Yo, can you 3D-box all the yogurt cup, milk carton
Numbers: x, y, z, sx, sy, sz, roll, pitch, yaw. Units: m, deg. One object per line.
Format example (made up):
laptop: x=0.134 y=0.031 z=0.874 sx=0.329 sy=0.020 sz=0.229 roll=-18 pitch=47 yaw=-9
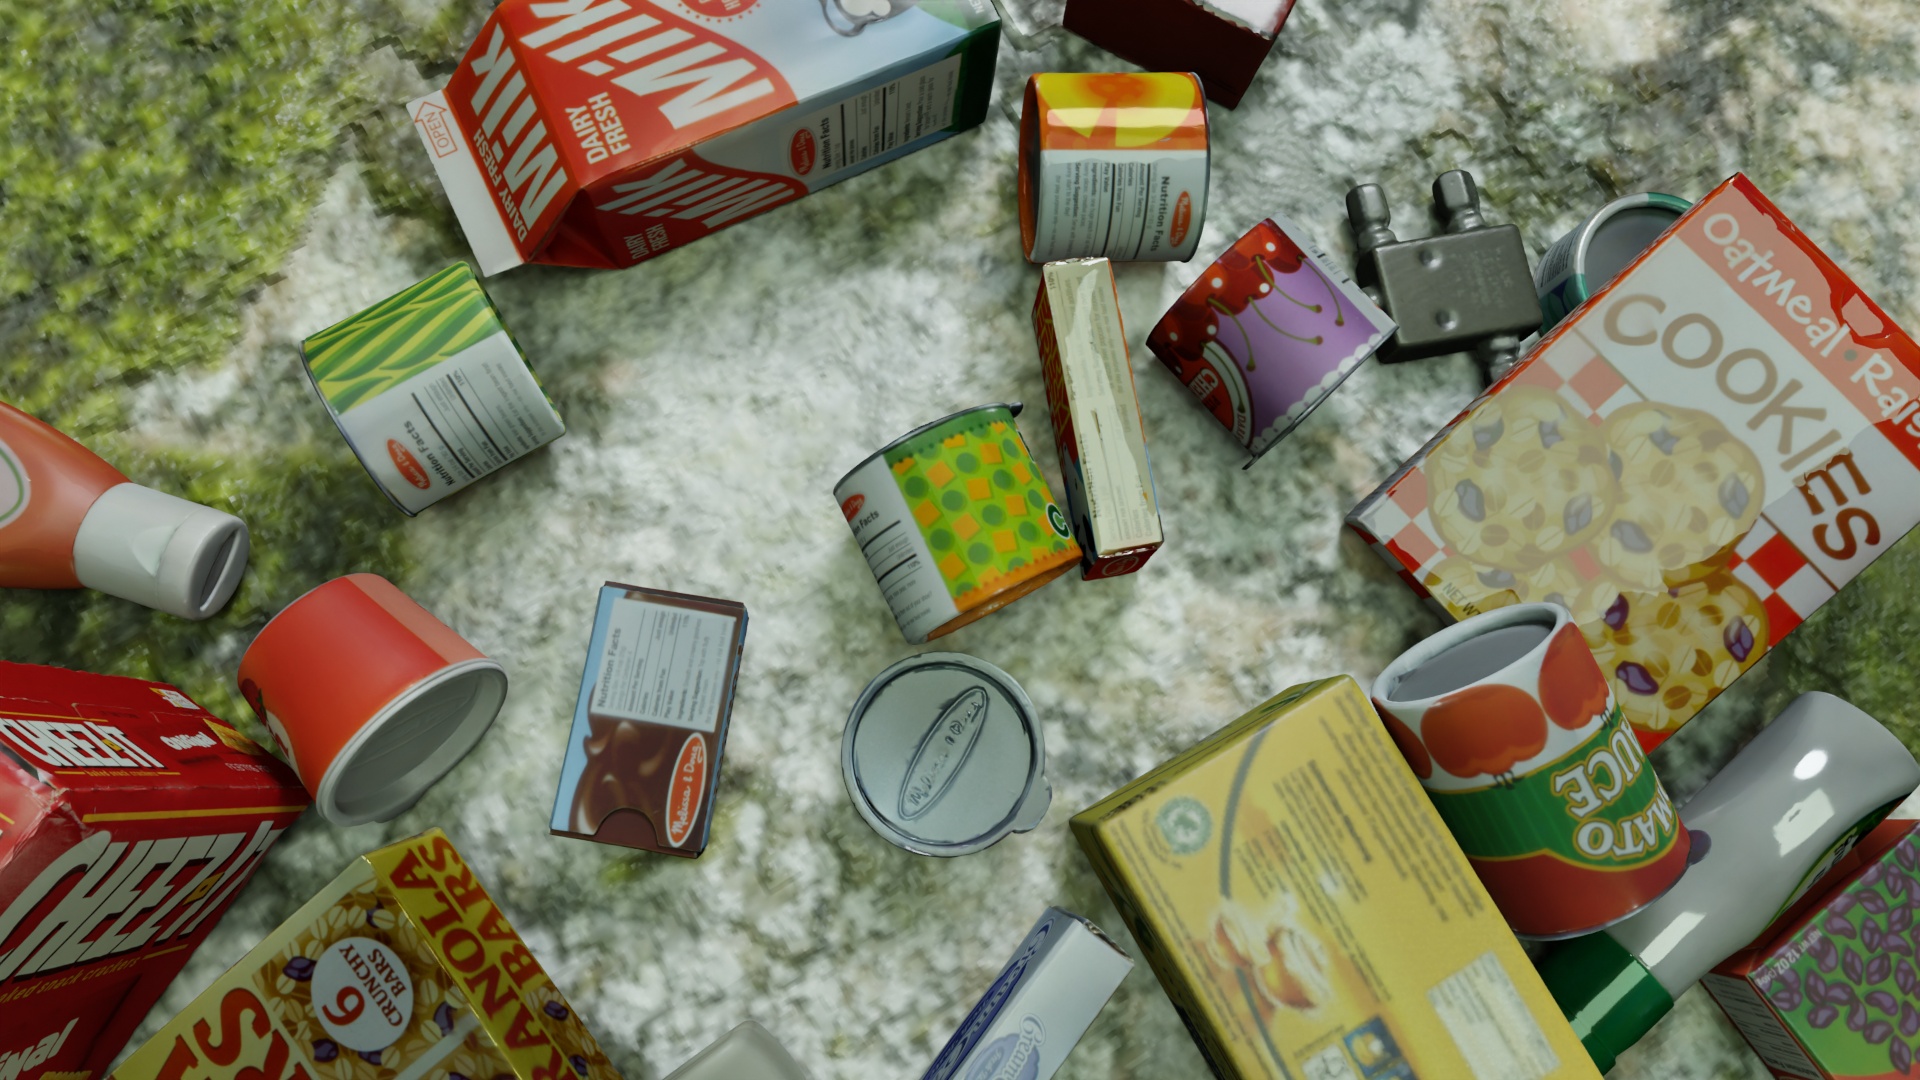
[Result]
yogurt cup: x=-0.187 y=0.047 z=0.439 sx=0.054 sy=0.072 sz=0.072 roll=42 pitch=79 yaw=12
milk carton: x=-0.088 y=-0.157 z=0.482 sx=0.191 sy=0.073 sz=0.072 roll=-25 pitch=82 yaw=-8

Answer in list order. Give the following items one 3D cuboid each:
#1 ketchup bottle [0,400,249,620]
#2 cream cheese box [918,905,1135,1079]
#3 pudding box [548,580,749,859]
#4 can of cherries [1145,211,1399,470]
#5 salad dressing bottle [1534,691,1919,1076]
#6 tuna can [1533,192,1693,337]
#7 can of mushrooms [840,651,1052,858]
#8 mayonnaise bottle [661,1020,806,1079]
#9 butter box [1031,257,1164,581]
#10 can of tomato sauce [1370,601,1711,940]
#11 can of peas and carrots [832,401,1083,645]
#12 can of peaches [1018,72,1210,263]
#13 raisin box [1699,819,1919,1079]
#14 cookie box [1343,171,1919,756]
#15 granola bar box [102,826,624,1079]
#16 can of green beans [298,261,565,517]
ketchup bottle: x=-0.312 y=-0.013 z=0.451 sx=0.149 sy=0.043 sz=0.065 roll=18 pitch=78 yaw=-1
cream cheese box: x=0.010 y=0.163 z=0.435 sx=0.024 sy=0.053 sz=0.104 roll=39 pitch=78 yaw=2
pudding box: x=-0.102 y=0.059 z=0.459 sx=0.050 sy=0.030 sz=0.084 roll=10 pitch=78 yaw=-4
can of cherries: x=0.105 y=-0.069 z=0.483 sx=0.071 sy=0.071 sz=0.058 roll=-42 pitch=85 yaw=-11
salad dressing bottle: x=0.248 y=0.115 z=0.462 sx=0.148 sy=0.064 sz=0.044 roll=-43 pitch=66 yaw=-3
tuna can: x=0.253 y=-0.091 z=0.515 sx=0.071 sy=0.032 sz=0.071 roll=1 pitch=78 yaw=-4
can of mushrooms: x=-0.004 y=0.073 z=0.462 sx=0.071 sy=0.033 sz=0.071 roll=1 pitch=78 yaw=-4
mayonnaise bottle: x=-0.046 y=0.226 z=0.425 sx=0.065 sy=0.041 sz=0.148 roll=-36 pitch=84 yaw=-3
butter box: x=0.046 y=-0.041 z=0.479 sx=0.024 sy=0.053 sz=0.103 roll=-9 pitch=79 yaw=-3
can of tomato sauce: x=0.178 y=0.070 z=0.433 sx=0.071 sy=0.071 sz=0.083 roll=-31 pitch=94 yaw=-9
can of peas and carrots: x=0.002 y=-0.006 z=0.462 sx=0.071 sy=0.071 sz=0.059 roll=-25 pitch=83 yaw=-9
can of peaches: x=0.052 y=-0.133 z=0.493 sx=0.058 sy=0.071 sz=0.071 roll=-2 pitch=79 yaw=-4
raisin box: x=0.322 y=0.168 z=0.465 sx=0.086 sy=0.040 sz=0.123 roll=-35 pitch=84 yaw=-11
cookie box: x=0.237 y=-0.020 z=0.472 sx=0.167 sy=0.040 sz=0.123 roll=-43 pitch=85 yaw=7
granola bar box: x=-0.156 y=0.188 z=0.405 sx=0.124 sy=0.039 sz=0.165 roll=-40 pitch=83 yaw=11
can of green beans: x=-0.172 y=-0.050 z=0.458 sx=0.058 sy=0.071 sz=0.071 roll=-31 pitch=83 yaw=-10
